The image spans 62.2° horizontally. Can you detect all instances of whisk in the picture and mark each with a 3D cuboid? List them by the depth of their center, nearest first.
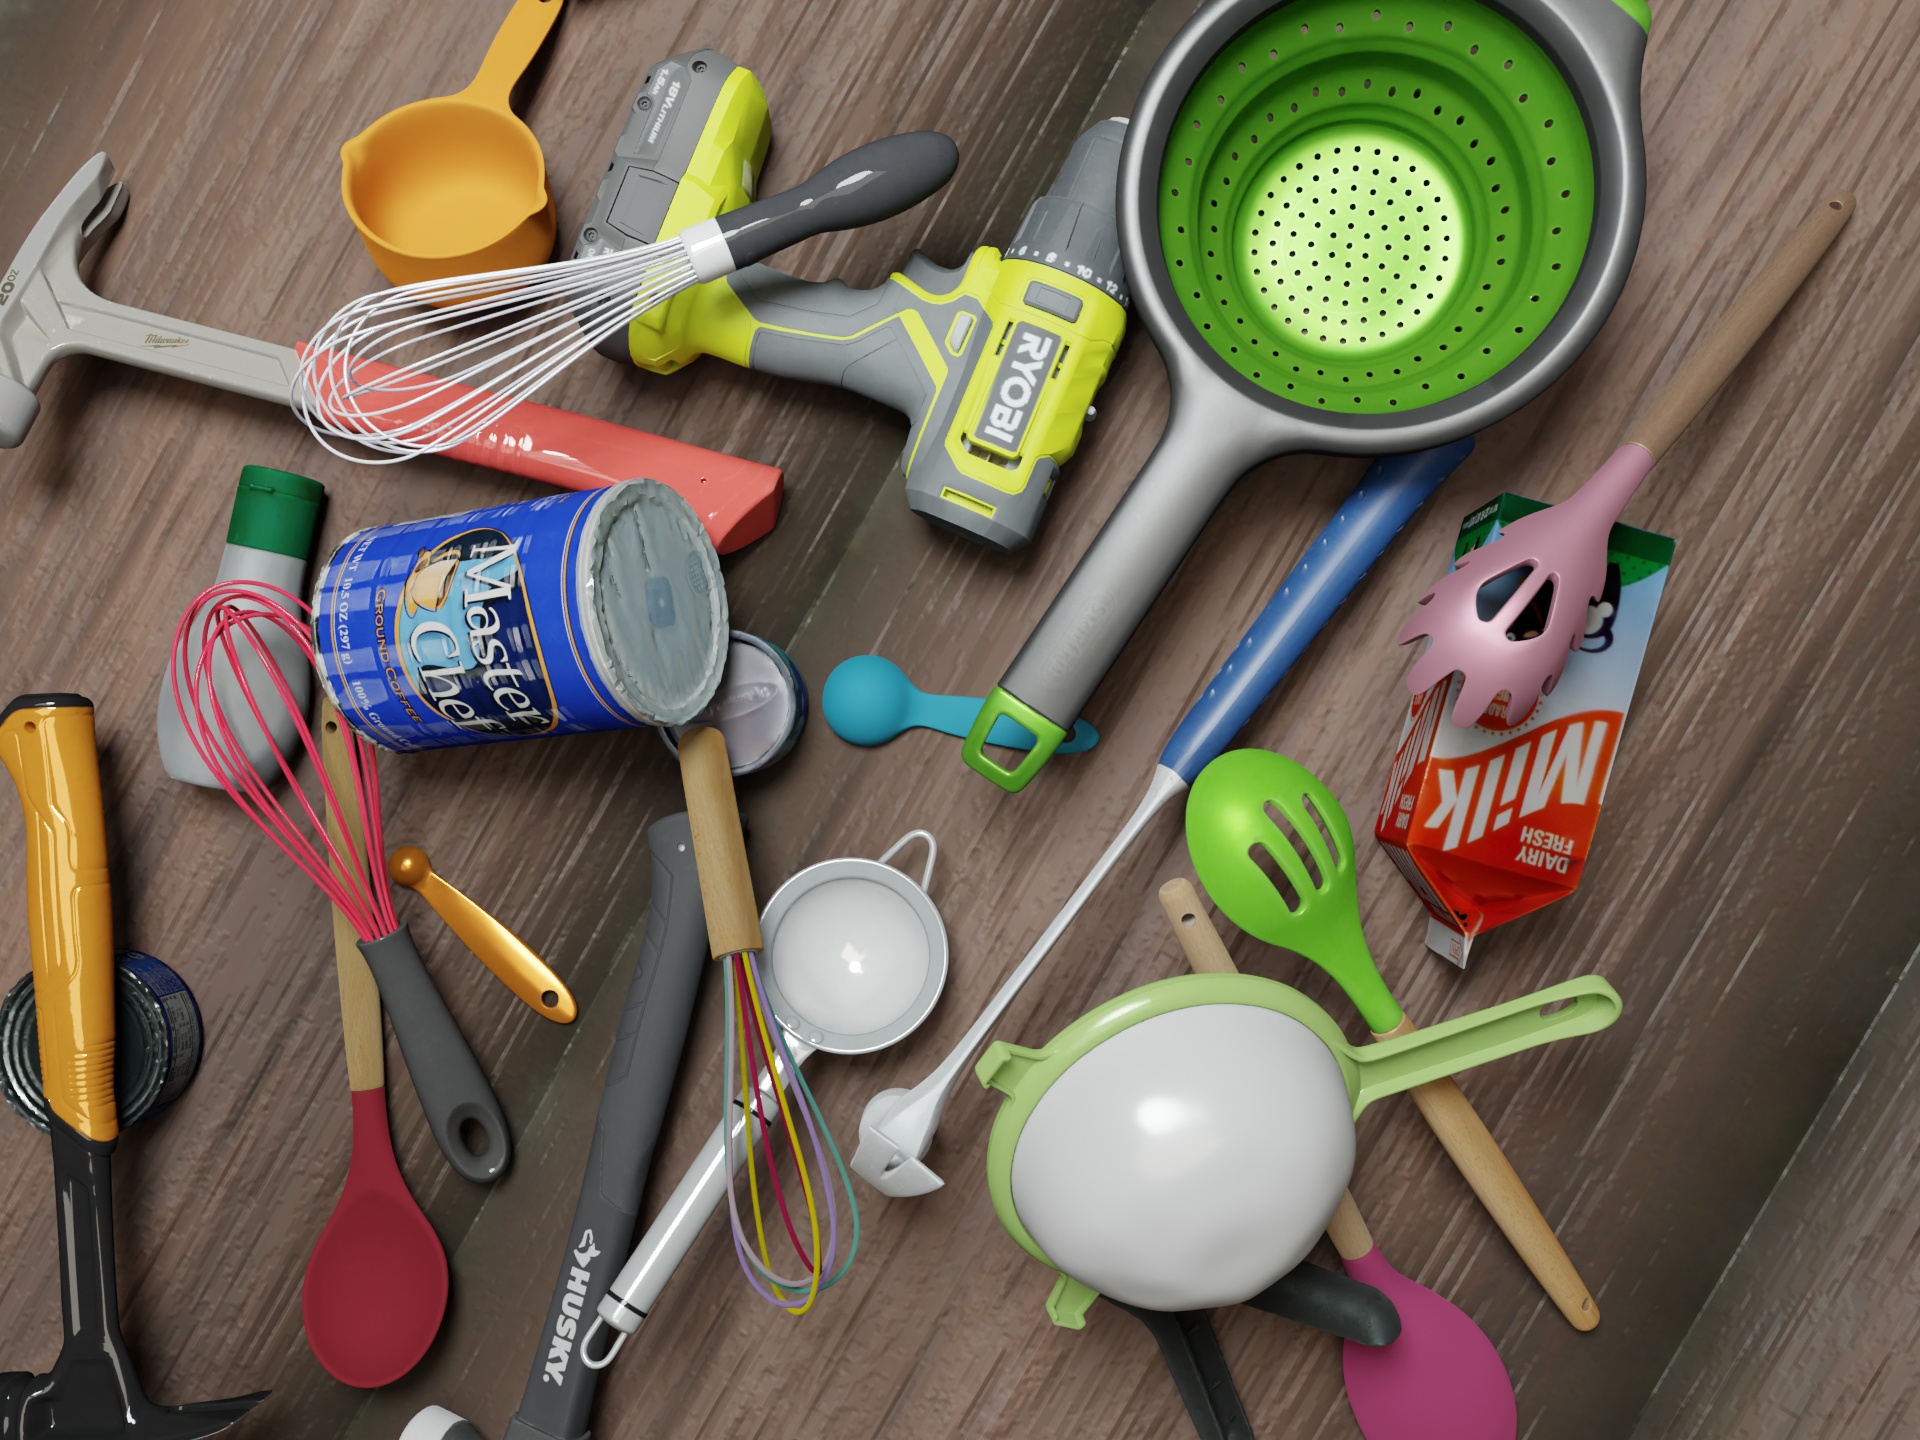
[{"bbox_3d":[-0.131,-0.176,0.639,0.284,0.070,0.070,-23,88,-4],"label":"whisk"},{"bbox_3d":[-0.085,0.117,0.656,0.051,0.047,0.245,-11,72,-6],"label":"whisk"},{"bbox_3d":[-0.266,0.077,0.707,0.073,0.073,0.295,-19,103,5],"label":"whisk"}]

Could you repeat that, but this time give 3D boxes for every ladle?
[{"bbox_3d":[-0.280,0.145,0.741,0.069,0.031,0.315,-5,87,2],"label":"ladle"}]

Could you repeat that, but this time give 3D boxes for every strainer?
[{"bbox_3d":[0.140,0.157,0.593,0.256,0.069,0.151,-17,121,-5],"label":"strainer"},{"bbox_3d":[-0.084,0.158,0.685,0.087,0.050,0.258,31,70,6],"label":"strainer"}]

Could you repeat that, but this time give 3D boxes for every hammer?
[{"bbox_3d":[0.085,0.032,0.671,0.035,0.144,0.405,38,86,3],"label":"hammer"},{"bbox_3d":[-0.387,0.155,0.710,0.127,0.034,0.337,-5,89,5],"label":"hammer"},{"bbox_3d":[-0.149,0.201,0.713,0.146,0.035,0.335,13,87,23],"label":"hammer"},{"bbox_3d":[-0.255,-0.152,0.724,0.359,0.036,0.149,14,66,0],"label":"hammer"}]

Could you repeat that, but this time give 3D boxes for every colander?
[{"bbox_3d":[0.124,-0.142,0.677,0.204,0.094,0.397,34,97,4],"label":"colander"}]

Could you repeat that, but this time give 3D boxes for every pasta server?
[{"bbox_3d":[0.282,-0.118,0.641,0.060,0.040,0.316,39,68,13],"label":"pasta server"}]

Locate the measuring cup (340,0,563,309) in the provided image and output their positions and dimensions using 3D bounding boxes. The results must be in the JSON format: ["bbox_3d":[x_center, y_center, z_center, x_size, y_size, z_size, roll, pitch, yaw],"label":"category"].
[{"bbox_3d":[-0.215,-0.266,0.733,0.095,0.052,0.174,16,66,4],"label":"measuring cup"}]

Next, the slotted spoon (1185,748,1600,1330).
[{"bbox_3d":[0.189,0.141,0.654,0.070,0.031,0.313,-42,108,-21],"label":"slotted spoon"}]

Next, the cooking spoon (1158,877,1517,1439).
[{"bbox_3d":[0.156,0.202,0.668,0.069,0.017,0.318,-26,103,6],"label":"cooking spoon"}]

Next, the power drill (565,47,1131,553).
[{"bbox_3d":[-0.036,-0.201,0.699,0.228,0.080,0.190,23,92,2],"label":"power drill"}]

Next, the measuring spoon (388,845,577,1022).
[{"bbox_3d":[-0.224,0.101,0.743,0.117,0.011,0.021,42,93,4],"label":"measuring spoon"}]

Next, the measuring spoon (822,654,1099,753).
[{"bbox_3d":[-0.001,-0.002,0.719,0.128,0.021,0.042,9,91,6],"label":"measuring spoon"}]
